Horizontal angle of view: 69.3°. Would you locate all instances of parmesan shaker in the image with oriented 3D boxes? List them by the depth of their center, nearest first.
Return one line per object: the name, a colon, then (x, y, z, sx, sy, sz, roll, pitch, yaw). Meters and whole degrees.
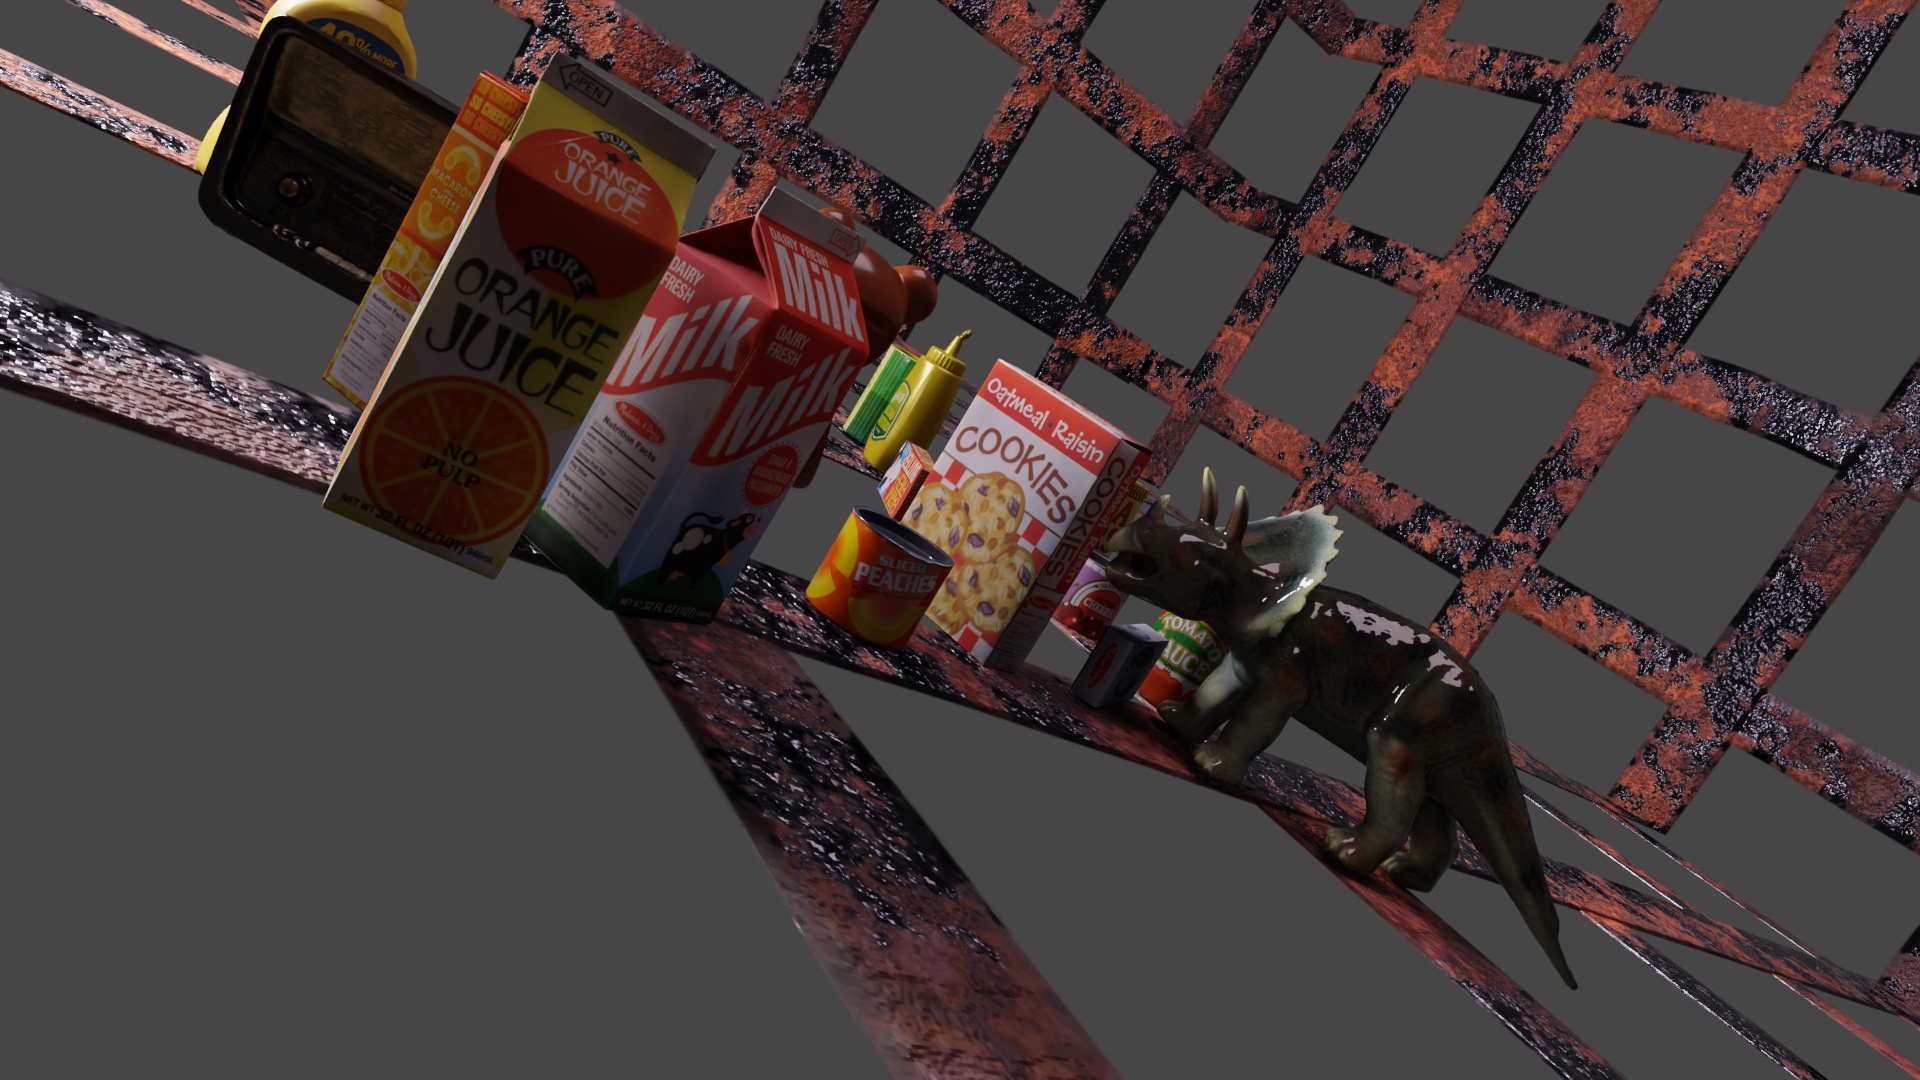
parmesan shaker: (-0.069, -0.146, 1.464, 0.071, 0.103, 0.071, 30, 9, -5)

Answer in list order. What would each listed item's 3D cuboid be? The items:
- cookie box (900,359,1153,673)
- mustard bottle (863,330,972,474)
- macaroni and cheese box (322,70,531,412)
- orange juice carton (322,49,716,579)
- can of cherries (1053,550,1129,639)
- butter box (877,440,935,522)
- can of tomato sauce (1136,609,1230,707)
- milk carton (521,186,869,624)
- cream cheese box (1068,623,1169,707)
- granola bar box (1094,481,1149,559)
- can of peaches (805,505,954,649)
cookie box: (0.031, -0.018, 0.901, 0.040, 0.167, 0.123, 21, 13, -49)
mustard bottle: (-0.036, -0.137, 1.342, 0.049, 0.160, 0.065, 27, 9, -24)
macaroni and cheese box: (-0.224, -0.133, 0.699, 0.040, 0.166, 0.124, 35, 9, 23)
orange juice carton: (-0.173, -0.090, 0.553, 0.072, 0.192, 0.073, 27, 9, -25)
can of cherries: (0.106, 0.043, 1.161, 0.071, 0.058, 0.071, 30, 9, -5)
butter box: (-0.043, -0.048, 1.183, 0.024, 0.053, 0.104, 29, 9, -17)
can of tomato sauce: (0.172, 0.087, 1.058, 0.071, 0.083, 0.071, 30, 9, -5)
milk carton: (-0.109, -0.063, 0.620, 0.073, 0.190, 0.072, 36, 10, 29)
cream cheese box: (0.111, 0.086, 0.964, 0.024, 0.053, 0.104, 34, 10, 19)
granola bar box: (0.076, -0.020, 1.194, 0.165, 0.124, 0.039, 21, 13, -49)
can of peaches: (-0.046, 0.022, 0.788, 0.071, 0.058, 0.071, 30, 9, -5)
